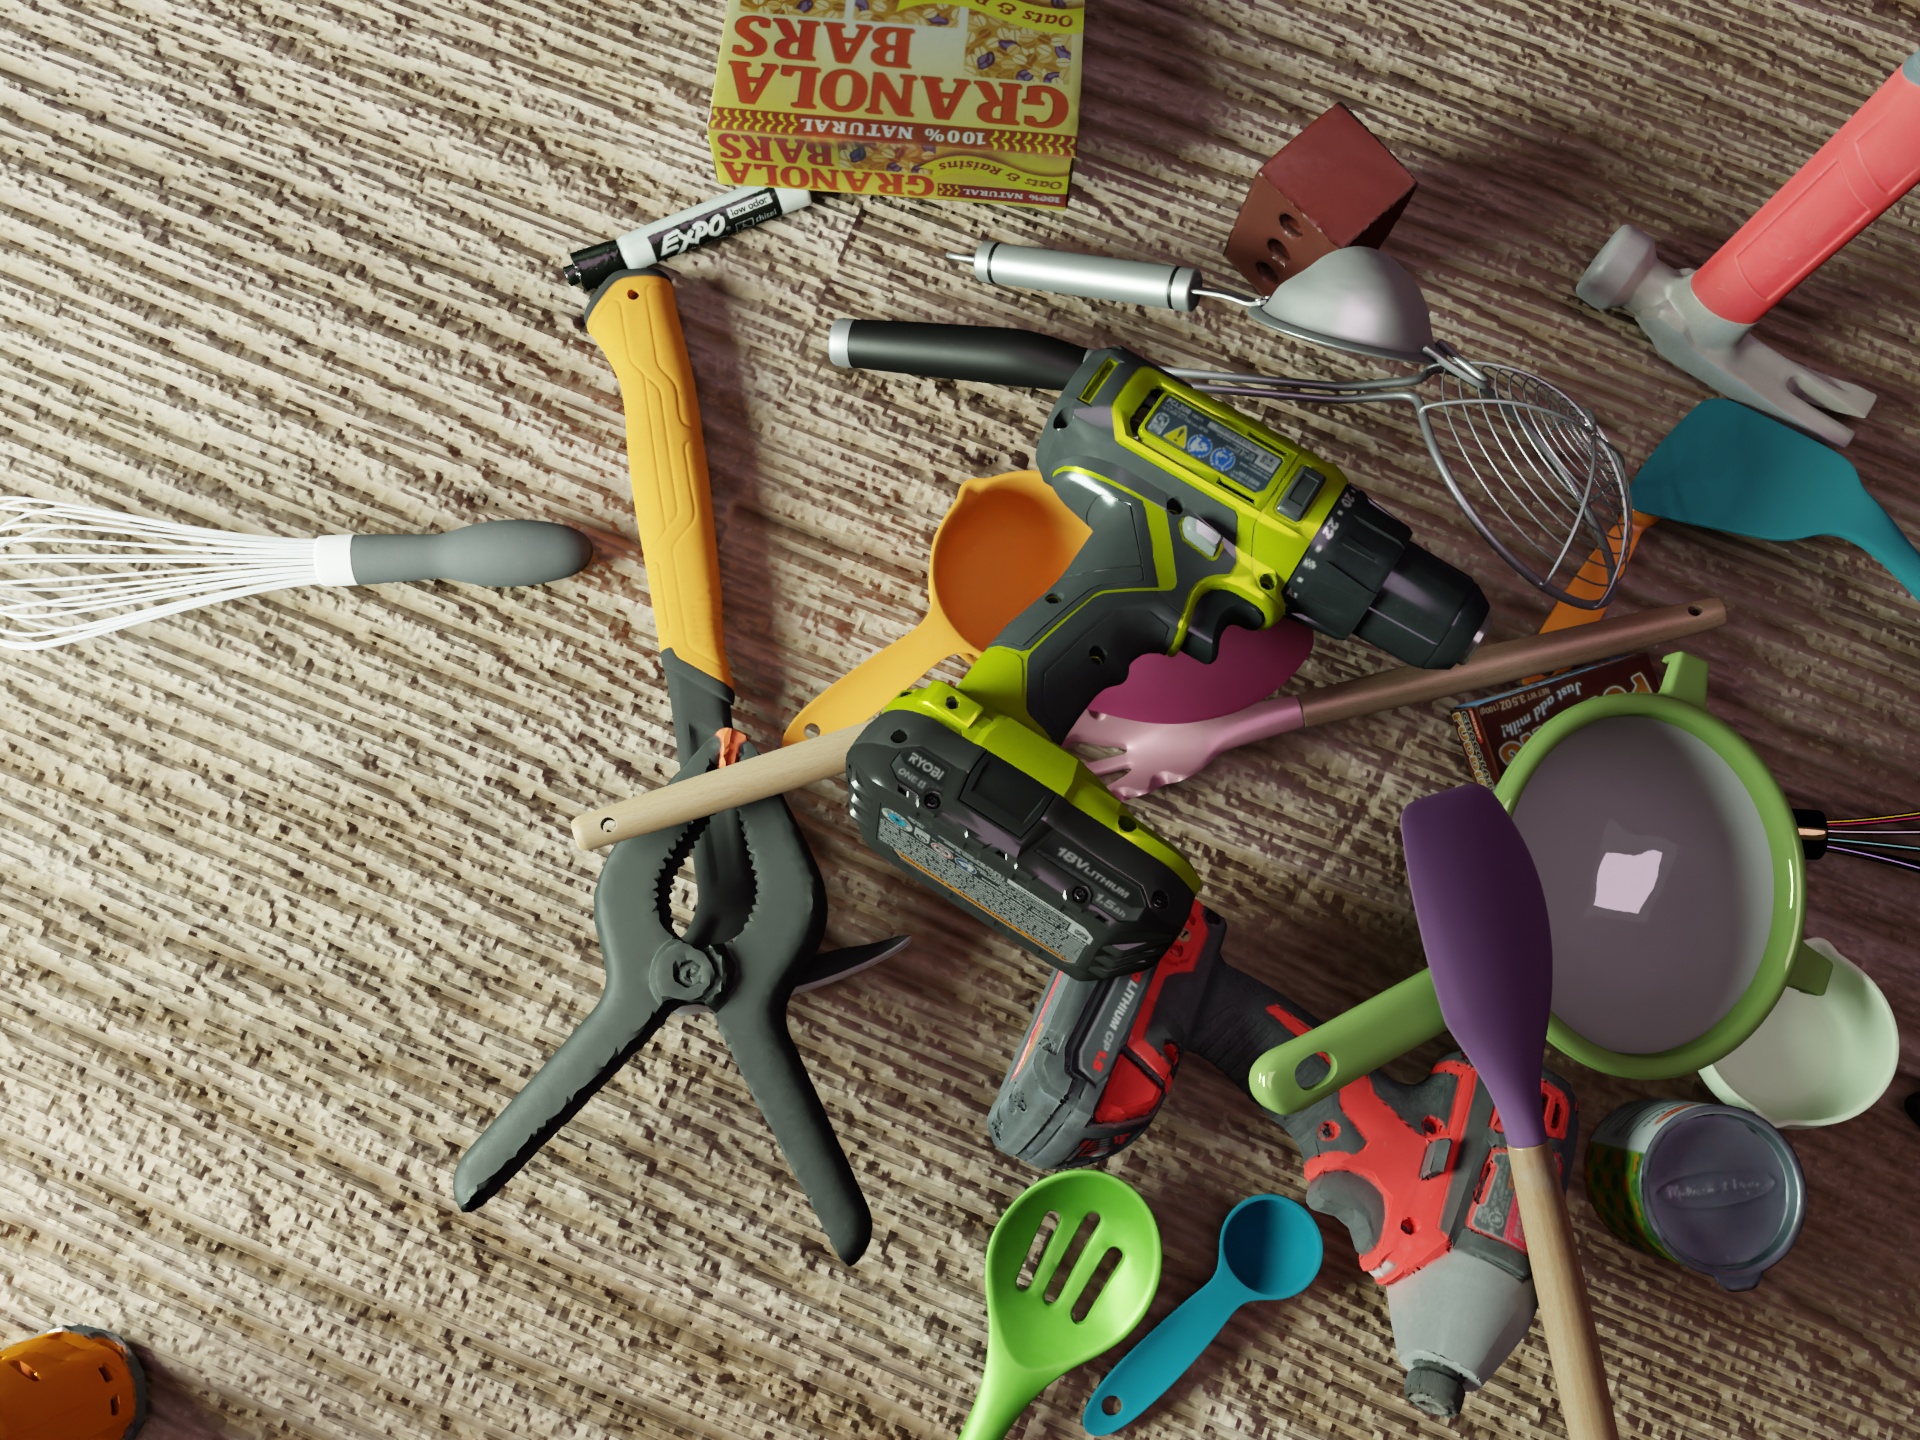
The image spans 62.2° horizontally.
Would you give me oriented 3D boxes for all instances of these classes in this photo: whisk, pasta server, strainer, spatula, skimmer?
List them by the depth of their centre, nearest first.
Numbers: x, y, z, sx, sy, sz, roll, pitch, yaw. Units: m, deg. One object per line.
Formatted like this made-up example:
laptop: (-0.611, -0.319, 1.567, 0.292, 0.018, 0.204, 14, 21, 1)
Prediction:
spatula: (0.216, 0.179, 0.584, 0.059, 0.018, 0.316, -12, 90, -24)
strainer: (0.215, 0.087, 0.635, 0.256, 0.069, 0.151, -24, 92, -15)
whisk: (0.392, 0.047, 0.684, 0.245, 0.051, 0.047, 3, 117, 8)
pasta server: (0.173, -0.013, 0.686, 0.316, 0.040, 0.060, -13, 64, 3)
spatula: (0.445, -0.032, 0.694, 0.317, 0.044, 0.082, 41, 69, 9)
strainer: (0.106, -0.190, 0.698, 0.258, 0.087, 0.050, 15, 115, 25)
whisk: (-0.306, -0.070, 0.699, 0.284, 0.070, 0.070, -3, 79, -7)
skimmer: (0.117, -0.125, 0.717, 0.363, 0.090, 0.127, 9, 41, 12)

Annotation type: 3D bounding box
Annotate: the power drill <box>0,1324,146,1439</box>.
power drill: (-0.439, 0.294, 0.567, 0.226, 0.164, 0.084, -21, 80, -3)

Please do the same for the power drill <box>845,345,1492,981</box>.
power drill: (0.081, -0.019, 0.611, 0.190, 0.080, 0.228, 32, 68, 8)

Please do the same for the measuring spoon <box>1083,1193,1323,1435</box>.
measuring spoon: (0.098, 0.248, 0.661, 0.128, 0.021, 0.042, -45, 81, 1)

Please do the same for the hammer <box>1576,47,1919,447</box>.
hammer: (0.359, -0.211, 0.564, 0.143, 0.386, 0.038, 34, 80, 5)

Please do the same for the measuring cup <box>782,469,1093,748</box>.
measuring cup: (-0.005, -0.036, 0.694, 0.173, 0.052, 0.095, -36, 85, -6)

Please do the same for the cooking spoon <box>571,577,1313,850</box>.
cooking spoon: (-0.001, -0.002, 0.648, 0.319, 0.017, 0.069, -18, 87, -11)

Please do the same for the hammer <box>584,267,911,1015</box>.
hammer: (-0.112, -0.044, 0.704, 0.127, 0.034, 0.337, -11, 79, -2)

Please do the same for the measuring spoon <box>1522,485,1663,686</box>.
measuring spoon: (0.289, -0.060, 0.724, 0.021, 0.011, 0.117, 33, 80, 6)

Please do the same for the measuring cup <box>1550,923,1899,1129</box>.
measuring cup: (0.306, 0.120, 0.682, 0.168, 0.038, 0.083, 18, 74, 20)

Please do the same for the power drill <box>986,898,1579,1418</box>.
power drill: (0.131, 0.165, 0.628, 0.219, 0.078, 0.143, 27, 57, 2)

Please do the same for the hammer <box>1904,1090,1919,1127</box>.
hammer: (0.548, 0.083, 0.689, 0.335, 0.035, 0.146, -32, 82, -7)

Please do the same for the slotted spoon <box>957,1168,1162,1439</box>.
slotted spoon: (-0.014, 0.322, 0.637, 0.070, 0.031, 0.314, 31, 82, 5)
